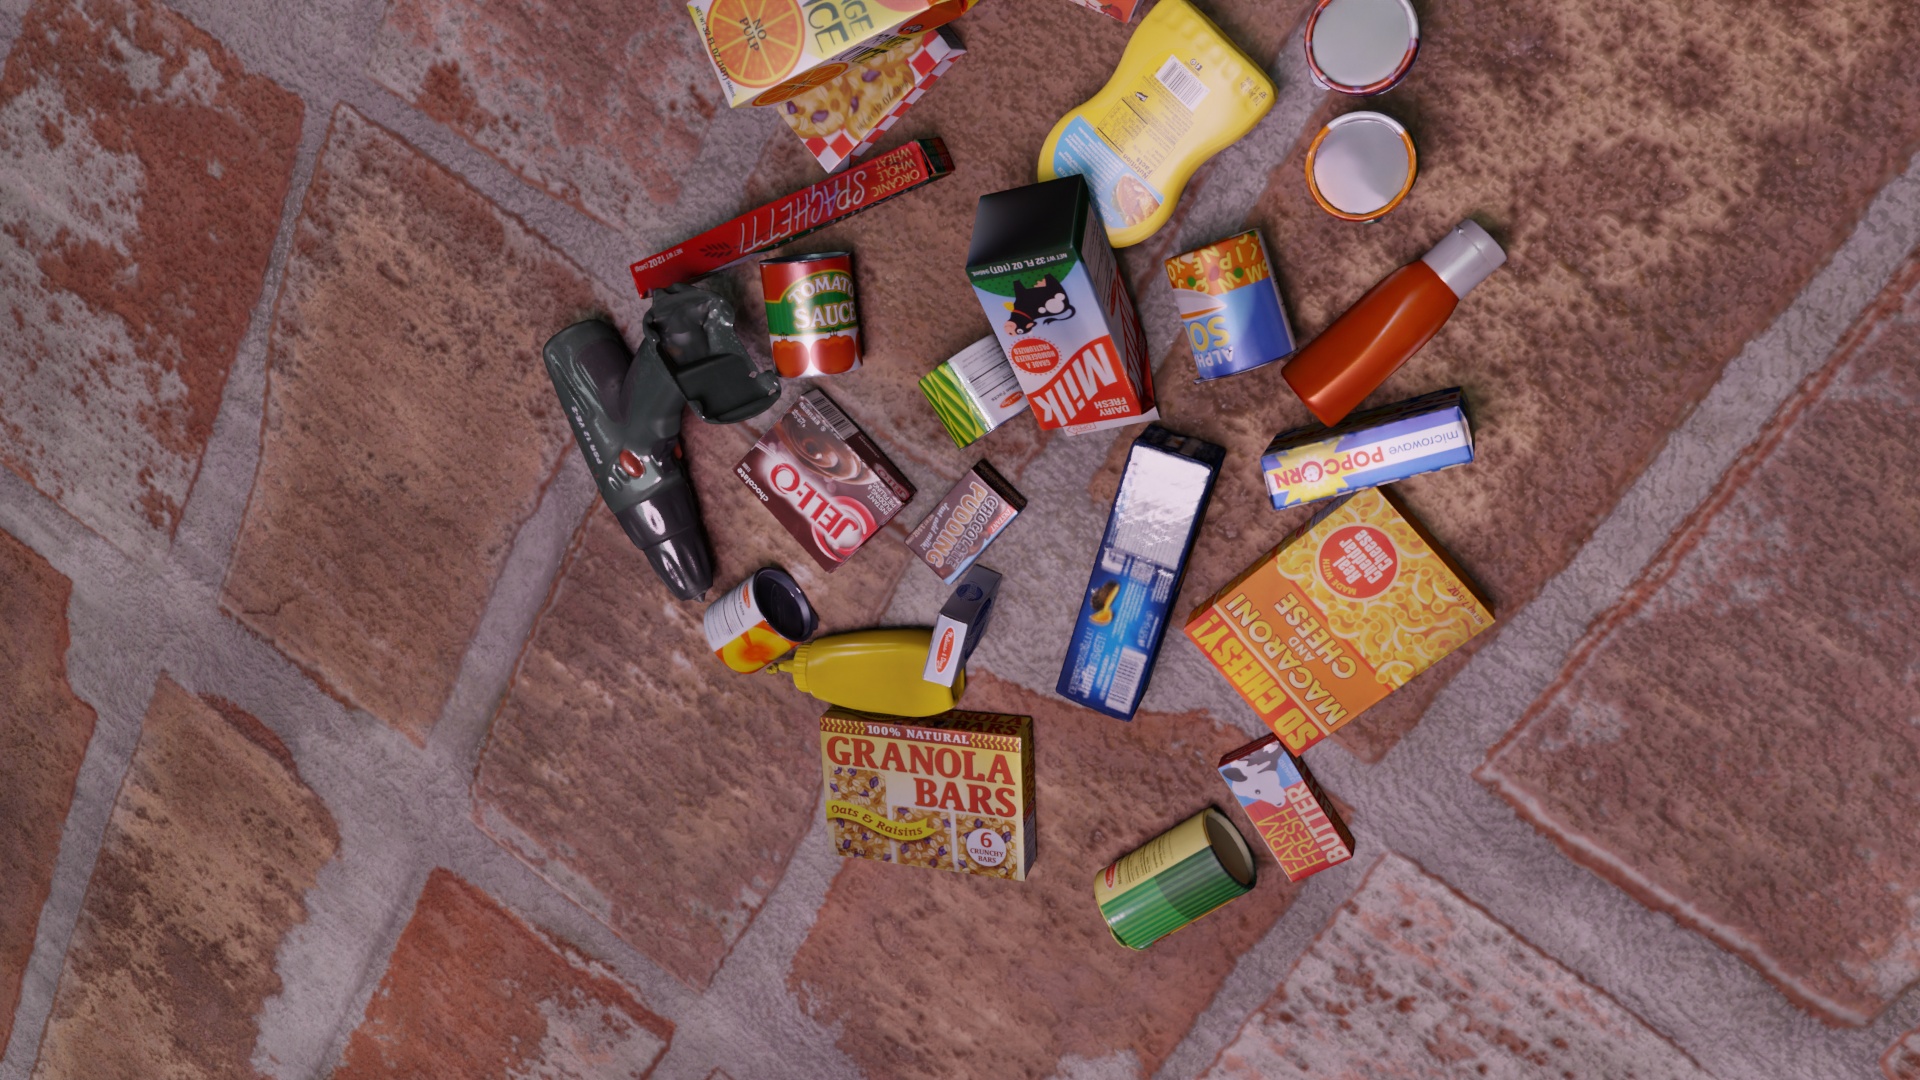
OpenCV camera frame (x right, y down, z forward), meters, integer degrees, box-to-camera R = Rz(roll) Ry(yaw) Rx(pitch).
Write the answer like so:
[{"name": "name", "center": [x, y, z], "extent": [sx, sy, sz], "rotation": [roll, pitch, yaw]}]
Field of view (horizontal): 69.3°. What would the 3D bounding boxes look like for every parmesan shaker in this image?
[{"name": "parmesan shaker", "center": [0.159, 0.253, 1.028], "extent": [0.102, 0.071, 0.071], "rotation": [-37, 92, 25]}]

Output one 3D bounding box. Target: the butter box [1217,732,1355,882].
[{"name": "butter box", "center": [0.237, 0.193, 1.009], "extent": [0.053, 0.024, 0.103], "rotation": [-32, 93, 25]}]

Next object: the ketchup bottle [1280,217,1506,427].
[{"name": "ketchup bottle", "center": [0.274, -0.139, 0.879], "extent": [0.043, 0.065, 0.148], "rotation": [40, 108, -22]}]

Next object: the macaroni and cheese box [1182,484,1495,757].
[{"name": "macaroni and cheese box", "center": [0.257, 0.052, 0.951], "extent": [0.166, 0.040, 0.123], "rotation": [-42, 90, 24]}]

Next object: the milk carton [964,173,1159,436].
[{"name": "milk carton", "center": [0.073, -0.138, 0.916], "extent": [0.072, 0.074, 0.189], "rotation": [-8, 138, 22]}]

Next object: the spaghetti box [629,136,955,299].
[{"name": "spaghetti box", "center": [-0.123, -0.230, 0.996], "extent": [0.249, 0.050, 0.028], "rotation": [-17, 101, 23]}]

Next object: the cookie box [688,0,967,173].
[{"name": "cookie box", "center": [-0.096, -0.359, 0.954], "extent": [0.122, 0.040, 0.167], "rotation": [-39, 92, 25]}]

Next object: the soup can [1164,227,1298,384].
[{"name": "soup can", "center": [0.173, -0.152, 0.904], "extent": [0.071, 0.071, 0.083], "rotation": [-16, 100, 23]}]

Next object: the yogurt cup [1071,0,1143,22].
[{"name": "yogurt cup", "center": [0.096, -0.363, 0.873], "extent": [0.054, 0.073, 0.072], "rotation": [29, 114, 0]}]

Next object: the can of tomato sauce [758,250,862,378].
[{"name": "can of tomato sauce", "center": [-0.106, -0.163, 0.999], "extent": [0.071, 0.071, 0.082], "rotation": [0, 106, 20]}]

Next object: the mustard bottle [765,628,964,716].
[{"name": "mustard bottle", "center": [-0.078, 0.099, 1.078], "extent": [0.160, 0.049, 0.065], "rotation": [2, 106, 20]}]

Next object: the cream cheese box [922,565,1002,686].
[{"name": "cream cheese box", "center": [0.002, 0.061, 1.009], "extent": [0.024, 0.104, 0.053], "rotation": [19, 113, 9]}]

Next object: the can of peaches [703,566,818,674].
[{"name": "can of peaches", "center": [-0.157, 0.064, 1.088], "extent": [0.058, 0.071, 0.071], "rotation": [-33, 93, 25]}]

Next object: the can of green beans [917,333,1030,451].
[{"name": "can of green beans", "center": [0.012, -0.104, 0.977], "extent": [0.071, 0.071, 0.058], "rotation": [-31, 93, 25]}]

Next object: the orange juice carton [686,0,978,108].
[{"name": "orange juice carton", "center": [-0.069, -0.348, 0.885], "extent": [0.192, 0.073, 0.071], "rotation": [-19, 100, 22]}]

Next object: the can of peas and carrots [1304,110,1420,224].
[{"name": "can of peas and carrots", "center": [0.249, -0.230, 0.860], "extent": [0.071, 0.059, 0.070], "rotation": [6, 108, 18]}]

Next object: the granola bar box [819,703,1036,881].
[{"name": "granola bar box", "center": [-0.025, 0.195, 1.093], "extent": [0.165, 0.039, 0.123], "rotation": [3, 107, 19]}]

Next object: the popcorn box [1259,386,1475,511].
[{"name": "popcorn box", "center": [0.262, -0.060, 0.891], "extent": [0.126, 0.085, 0.038], "rotation": [-15, 100, 23]}]

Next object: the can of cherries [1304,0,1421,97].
[{"name": "can of cherries", "center": [0.242, -0.301, 0.841], "extent": [0.071, 0.058, 0.071], "rotation": [5, 107, 18]}]

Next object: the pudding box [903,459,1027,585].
[{"name": "pudding box", "center": [0.004, -0.013, 1.027], "extent": [0.049, 0.030, 0.083], "rotation": [44, 115, 1]}]
